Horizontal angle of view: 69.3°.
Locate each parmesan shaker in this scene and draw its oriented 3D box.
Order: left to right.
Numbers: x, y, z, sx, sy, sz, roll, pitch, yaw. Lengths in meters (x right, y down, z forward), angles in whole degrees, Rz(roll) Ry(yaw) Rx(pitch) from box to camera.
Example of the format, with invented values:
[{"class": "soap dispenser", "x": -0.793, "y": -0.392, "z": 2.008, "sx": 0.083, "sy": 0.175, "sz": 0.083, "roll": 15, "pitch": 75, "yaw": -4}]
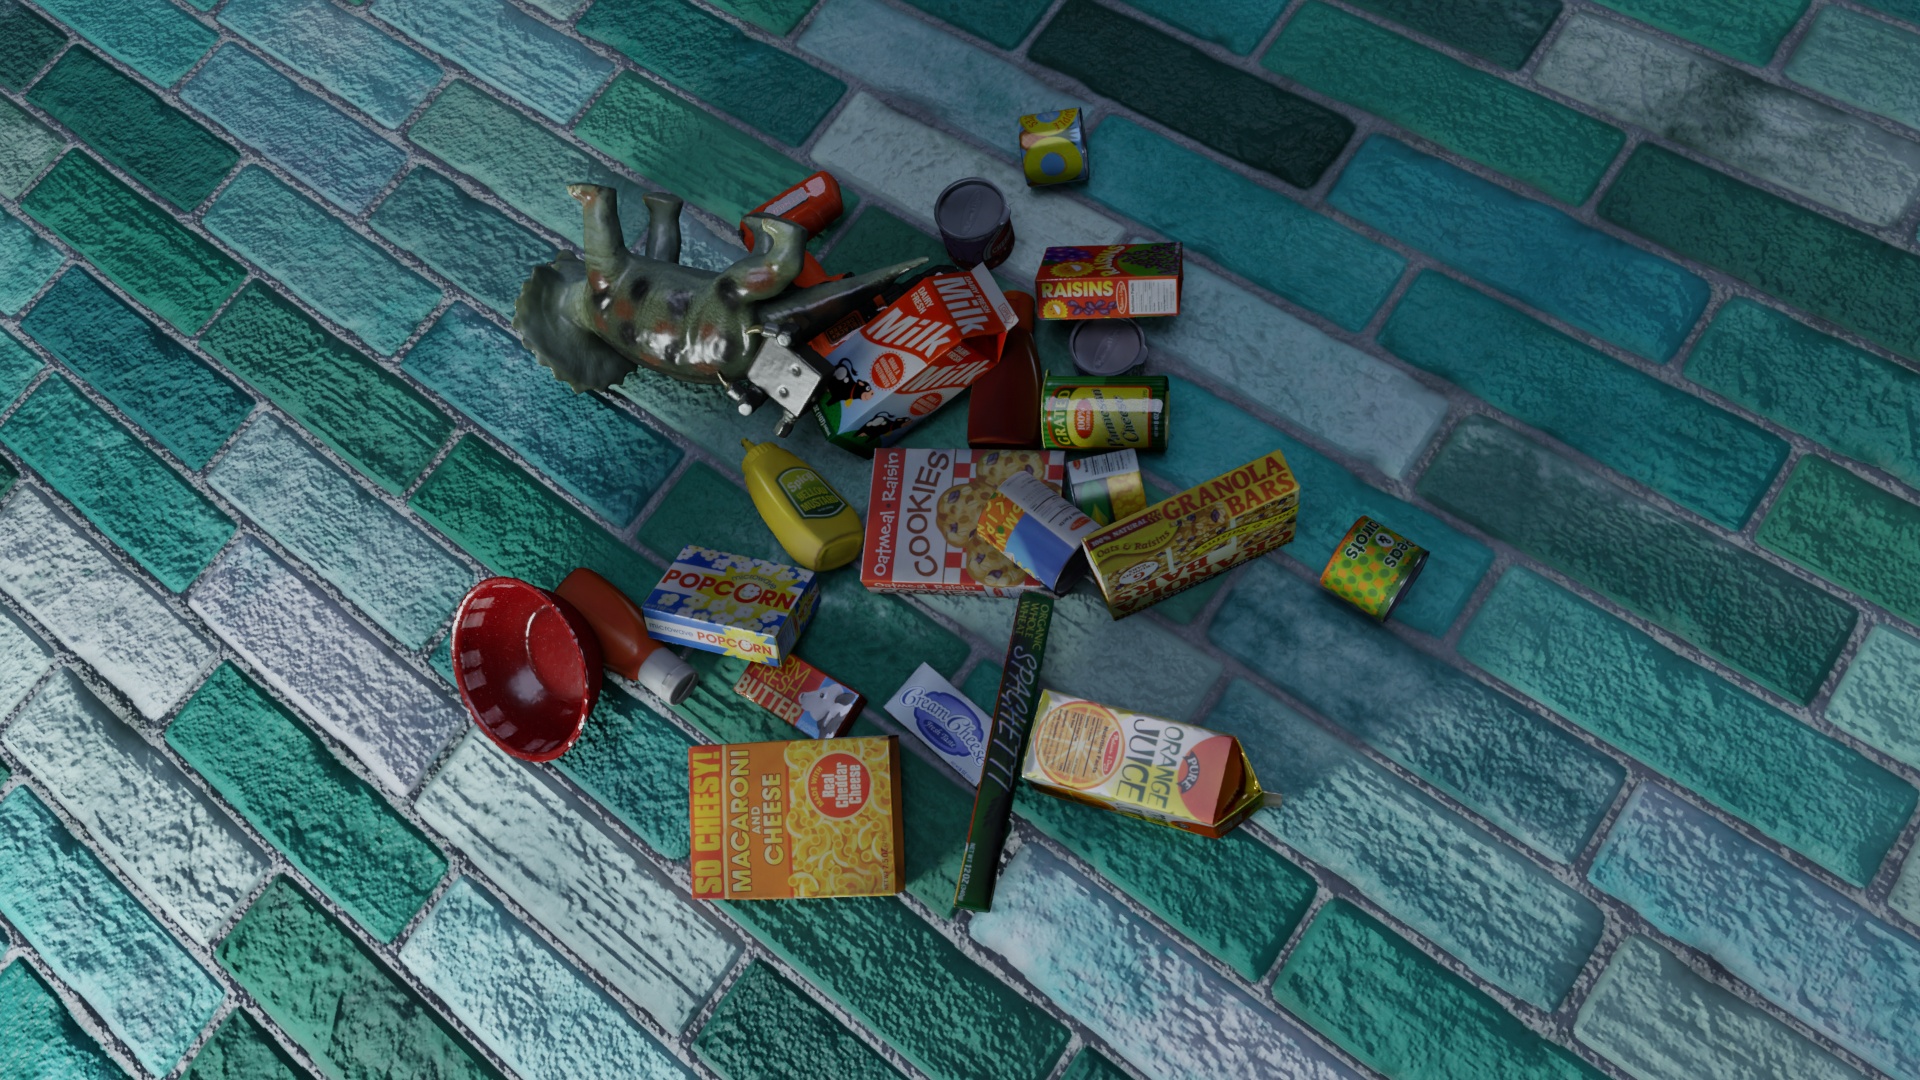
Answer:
[{"class": "parmesan shaker", "x": 0.124, "y": -0.110, "z": 1.179, "sx": 0.103, "sy": 0.071, "sz": 0.071, "roll": 1, "pitch": 70, "yaw": 12}]

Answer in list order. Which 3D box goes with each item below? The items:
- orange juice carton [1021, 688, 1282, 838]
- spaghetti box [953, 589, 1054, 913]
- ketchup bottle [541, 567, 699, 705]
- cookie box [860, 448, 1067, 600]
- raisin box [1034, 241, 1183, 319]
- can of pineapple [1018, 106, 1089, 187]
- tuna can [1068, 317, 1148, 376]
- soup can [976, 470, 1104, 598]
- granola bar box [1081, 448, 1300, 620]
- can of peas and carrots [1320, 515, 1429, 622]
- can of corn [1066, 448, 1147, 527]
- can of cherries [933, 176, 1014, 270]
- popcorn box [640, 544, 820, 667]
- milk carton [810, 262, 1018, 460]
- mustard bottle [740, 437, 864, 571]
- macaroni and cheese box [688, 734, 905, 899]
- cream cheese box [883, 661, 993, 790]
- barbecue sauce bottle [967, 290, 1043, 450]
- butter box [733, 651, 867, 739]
[{"class": "orange juice carton", "x": 0.151, "y": 0.176, "z": 1.066, "sx": 0.193, "sy": 0.071, "sz": 0.073, "roll": 12, "pitch": 73, "yaw": 15}, {"class": "spaghetti box", "x": 0.035, "y": 0.162, "z": 1.080, "sx": 0.029, "sy": 0.050, "sz": 0.250, "roll": 12, "pitch": 75, "yaw": 5}, {"class": "ketchup bottle", "x": -0.292, "y": 0.087, "z": 1.202, "sx": 0.149, "sy": 0.043, "sz": 0.065, "roll": 34, "pitch": 88, "yaw": 20}, {"class": "cookie box", "x": 0.004, "y": -0.015, "z": 1.184, "sx": 0.167, "sy": 0.040, "sz": 0.123, "roll": 2, "pitch": 71, "yaw": 11}, {"class": "raisin box", "x": 0.132, "y": -0.228, "z": 1.217, "sx": 0.123, "sy": 0.040, "sz": 0.086, "roll": 1, "pitch": 32, "yaw": 11}, {"class": "can of pineapple", "x": 0.086, "y": -0.364, "z": 1.282, "sx": 0.058, "sy": 0.071, "sz": 0.071, "roll": -6, "pitch": 69, "yaw": 9}, {"class": "tuna can", "x": 0.132, "y": -0.165, "z": 1.218, "sx": 0.071, "sy": 0.032, "sz": 0.071, "roll": -4, "pitch": 69, "yaw": 10}, {"class": "soup can", "x": 0.064, "y": -0.004, "z": 1.114, "sx": 0.084, "sy": 0.071, "sz": 0.071, "roll": 37, "pitch": 81, "yaw": 20}, {"class": "granola bar box", "x": 0.184, "y": 0.000, "z": 1.097, "sx": 0.165, "sy": 0.124, "sz": 0.039, "roll": -24, "pitch": 68, "yaw": 2}, {"class": "can of peas and carrots", "x": 0.326, "y": 0.020, "z": 1.090, "sx": 0.059, "sy": 0.070, "sz": 0.071, "roll": 33, "pitch": 80, "yaw": 21}, {"class": "can of corn", "x": 0.123, "y": -0.037, "z": 1.156, "sx": 0.058, "sy": 0.071, "sz": 0.071, "roll": -12, "pitch": 68, "yaw": 6}, {"class": "can of cherries", "x": 0.016, "y": -0.288, "z": 1.274, "sx": 0.071, "sy": 0.058, "sz": 0.072, "roll": -4, "pitch": 68, "yaw": 10}, {"class": "popcorn box", "x": -0.194, "y": 0.054, "z": 1.180, "sx": 0.127, "sy": 0.038, "sz": 0.085, "roll": 11, "pitch": 42, "yaw": 15}, {"class": "milk carton", "x": -0.040, "y": -0.158, "z": 1.199, "sx": 0.190, "sy": 0.073, "sz": 0.072, "roll": -36, "pitch": 66, "yaw": 16}, {"class": "mustard bottle", "x": -0.150, "y": -0.041, "z": 1.212, "sx": 0.065, "sy": 0.048, "sz": 0.160, "roll": -19, "pitch": 55, "yaw": -39}, {"class": "macaroni and cheese box", "x": -0.131, "y": 0.222, "z": 1.111, "sx": 0.166, "sy": 0.040, "sz": 0.124, "roll": -4, "pitch": 82, "yaw": 10}, {"class": "cream cheese box", "x": -0.008, "y": 0.151, "z": 1.133, "sx": 0.104, "sy": 0.024, "sz": 0.053, "roll": 37, "pitch": 79, "yaw": 21}, {"class": "barbecue sauce bottle", "x": 0.043, "y": -0.148, "z": 1.224, "sx": 0.065, "sy": 0.043, "sz": 0.149, "roll": 1, "pitch": 70, "yaw": 12}, {"class": "butter box", "x": -0.135, "y": 0.129, "z": 1.166, "sx": 0.103, "sy": 0.024, "sz": 0.053, "roll": 28, "pitch": 78, "yaw": 19}]
